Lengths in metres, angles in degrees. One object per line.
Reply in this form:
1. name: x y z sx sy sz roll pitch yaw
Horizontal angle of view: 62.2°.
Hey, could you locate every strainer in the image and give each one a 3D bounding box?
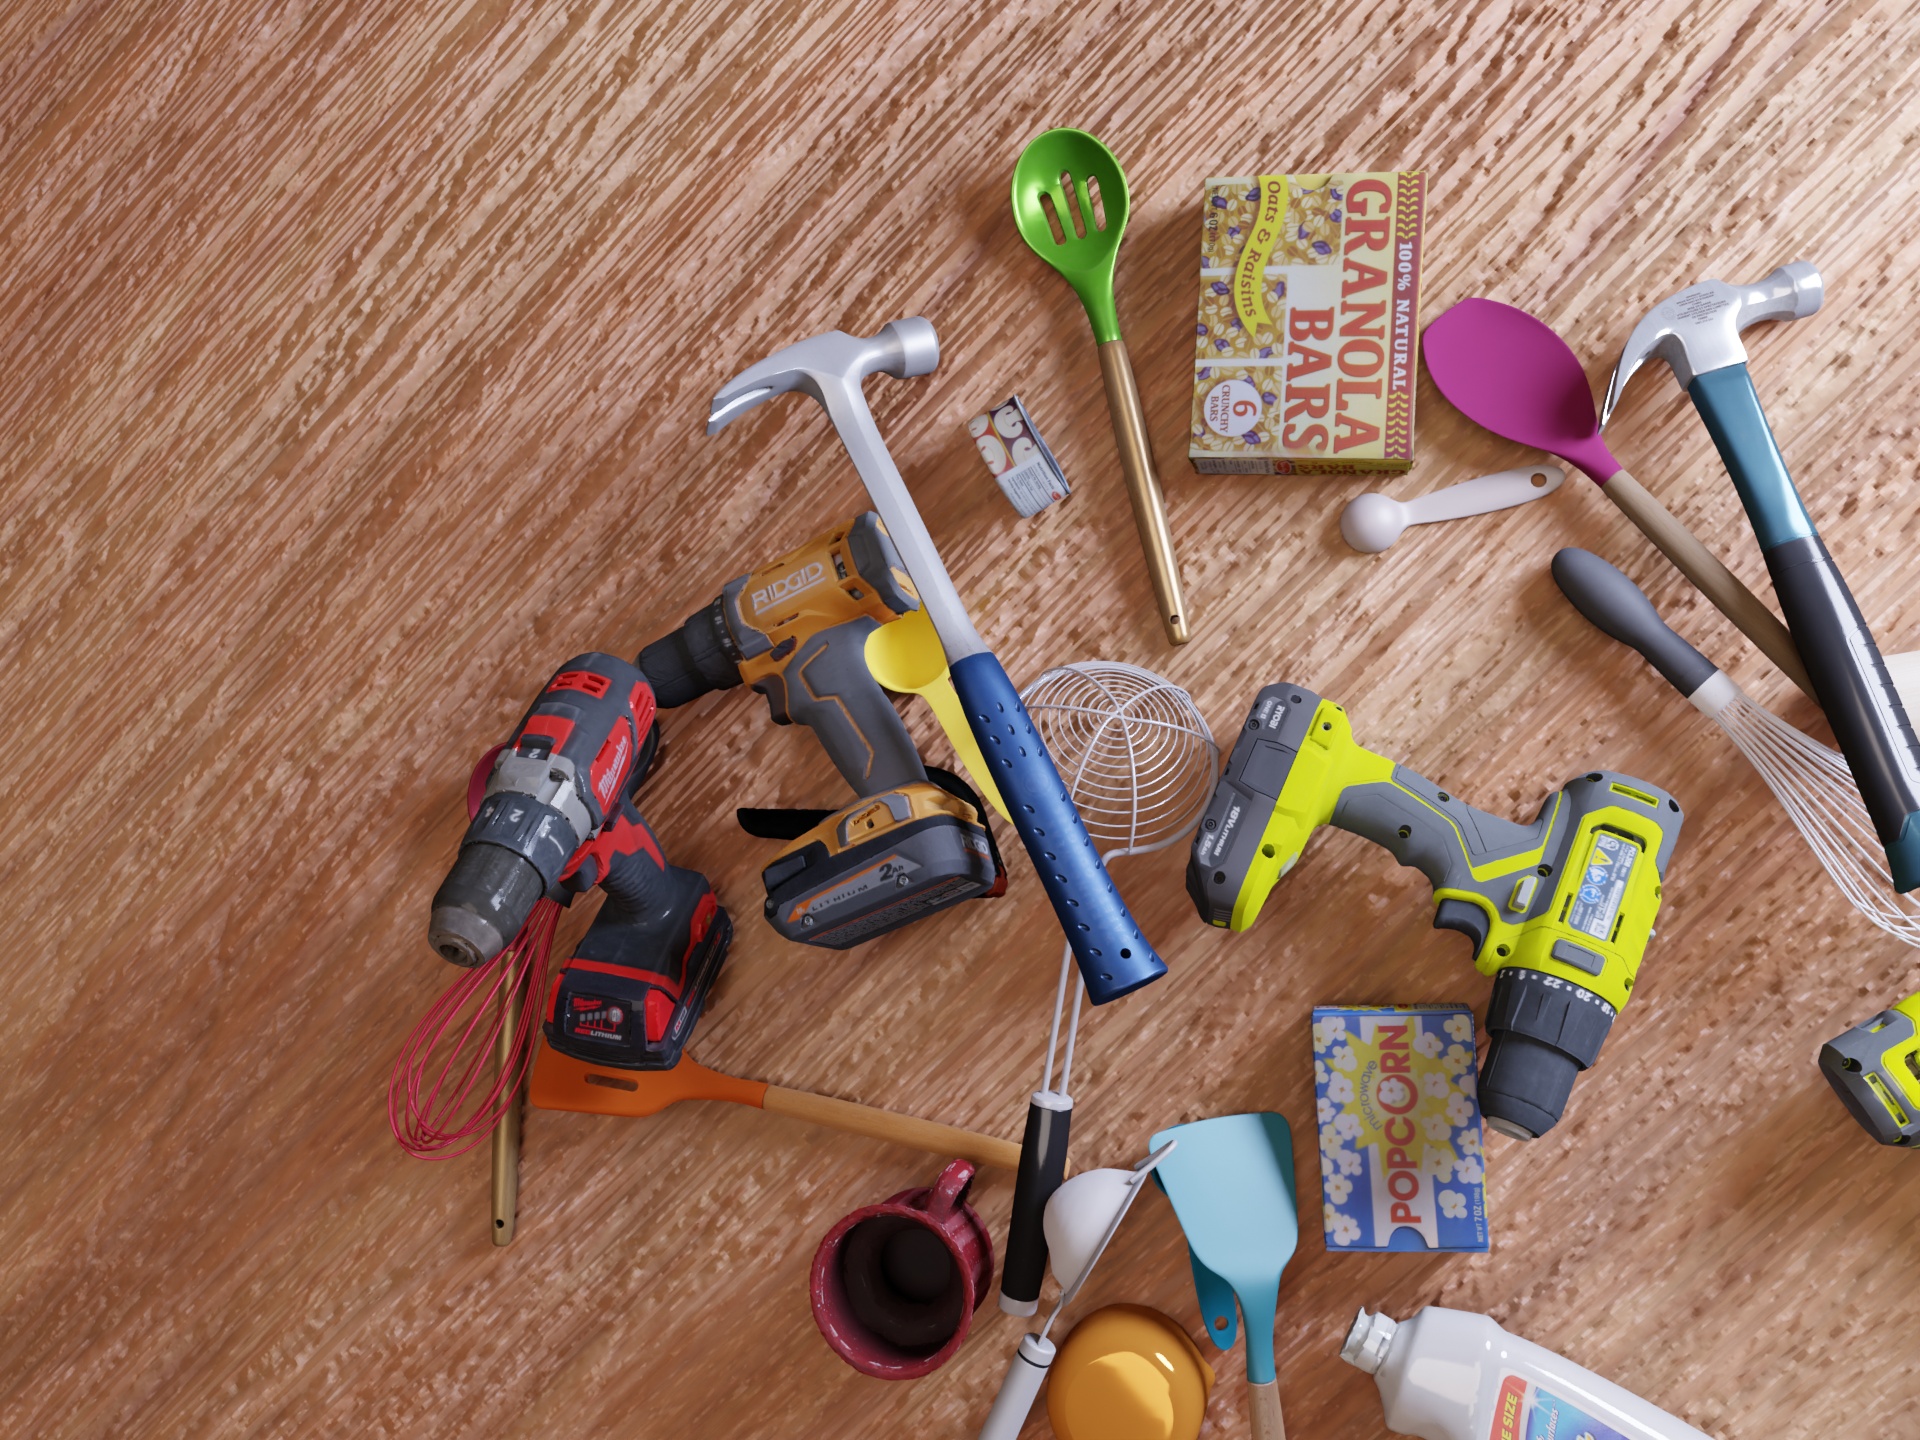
1. strainer: 0.042 0.331 0.856 0.050 0.087 0.258 24 95 11

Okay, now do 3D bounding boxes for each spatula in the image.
1. spatula: -0.094 0.227 0.940 0.322 0.041 0.081 10 66 13
2. spatula: 0.164 0.378 0.865 0.082 0.044 0.317 -7 91 -13

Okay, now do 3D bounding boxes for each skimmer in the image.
1. skimmer: 0.062 0.148 0.902 0.127 0.090 0.363 9 95 1

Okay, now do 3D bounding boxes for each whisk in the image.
1. whisk: -0.258 0.126 0.964 0.073 0.073 0.296 22 77 15
2. whisk: 0.416 0.008 0.822 0.070 0.070 0.285 -44 72 7

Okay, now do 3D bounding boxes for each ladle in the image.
1. ladle: -0.281 0.171 1.000 0.069 0.031 0.315 2 88 5

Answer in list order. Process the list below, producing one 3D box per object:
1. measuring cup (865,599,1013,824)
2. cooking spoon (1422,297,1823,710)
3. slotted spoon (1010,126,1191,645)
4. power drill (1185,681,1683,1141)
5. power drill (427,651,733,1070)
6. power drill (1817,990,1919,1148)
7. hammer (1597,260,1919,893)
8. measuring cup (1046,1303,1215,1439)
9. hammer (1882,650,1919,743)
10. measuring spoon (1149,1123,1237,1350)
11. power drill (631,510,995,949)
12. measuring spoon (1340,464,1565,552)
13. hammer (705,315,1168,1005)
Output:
1. measuring cup: -0.001 -0.003 0.944 0.062 0.029 0.156 -35 81 9
2. cooking spoon: 0.365 -0.110 0.848 0.069 0.017 0.319 -37 70 0
3. slotted spoon: 0.092 -0.196 0.936 0.070 0.031 0.314 -14 84 13
4. power drill: 0.238 0.092 0.831 0.228 0.080 0.191 22 74 15
5. power drill: -0.205 0.100 0.863 0.080 0.226 0.188 7 46 15
6. power drill: 0.552 0.211 0.754 0.171 0.080 0.223 -33 79 10
7. hammer: 0.424 -0.076 0.799 0.128 0.033 0.331 -15 71 4
8. measuring cup: 0.097 0.414 0.869 0.095 0.052 0.174 -11 81 13
9. hammer: 0.645 -0.060 0.779 0.410 0.038 0.146 -11 81 13
10. measuring spoon: 0.133 0.288 0.892 0.042 0.021 0.128 -12 91 -12
11. power drill: -0.091 0.014 0.907 0.185 0.084 0.226 -24 69 17
12. measuring spoon: 0.274 -0.123 0.887 0.124 0.018 0.034 -14 82 12
13. hammer: -0.005 -0.039 0.849 0.144 0.035 0.406 -18 72 -22
